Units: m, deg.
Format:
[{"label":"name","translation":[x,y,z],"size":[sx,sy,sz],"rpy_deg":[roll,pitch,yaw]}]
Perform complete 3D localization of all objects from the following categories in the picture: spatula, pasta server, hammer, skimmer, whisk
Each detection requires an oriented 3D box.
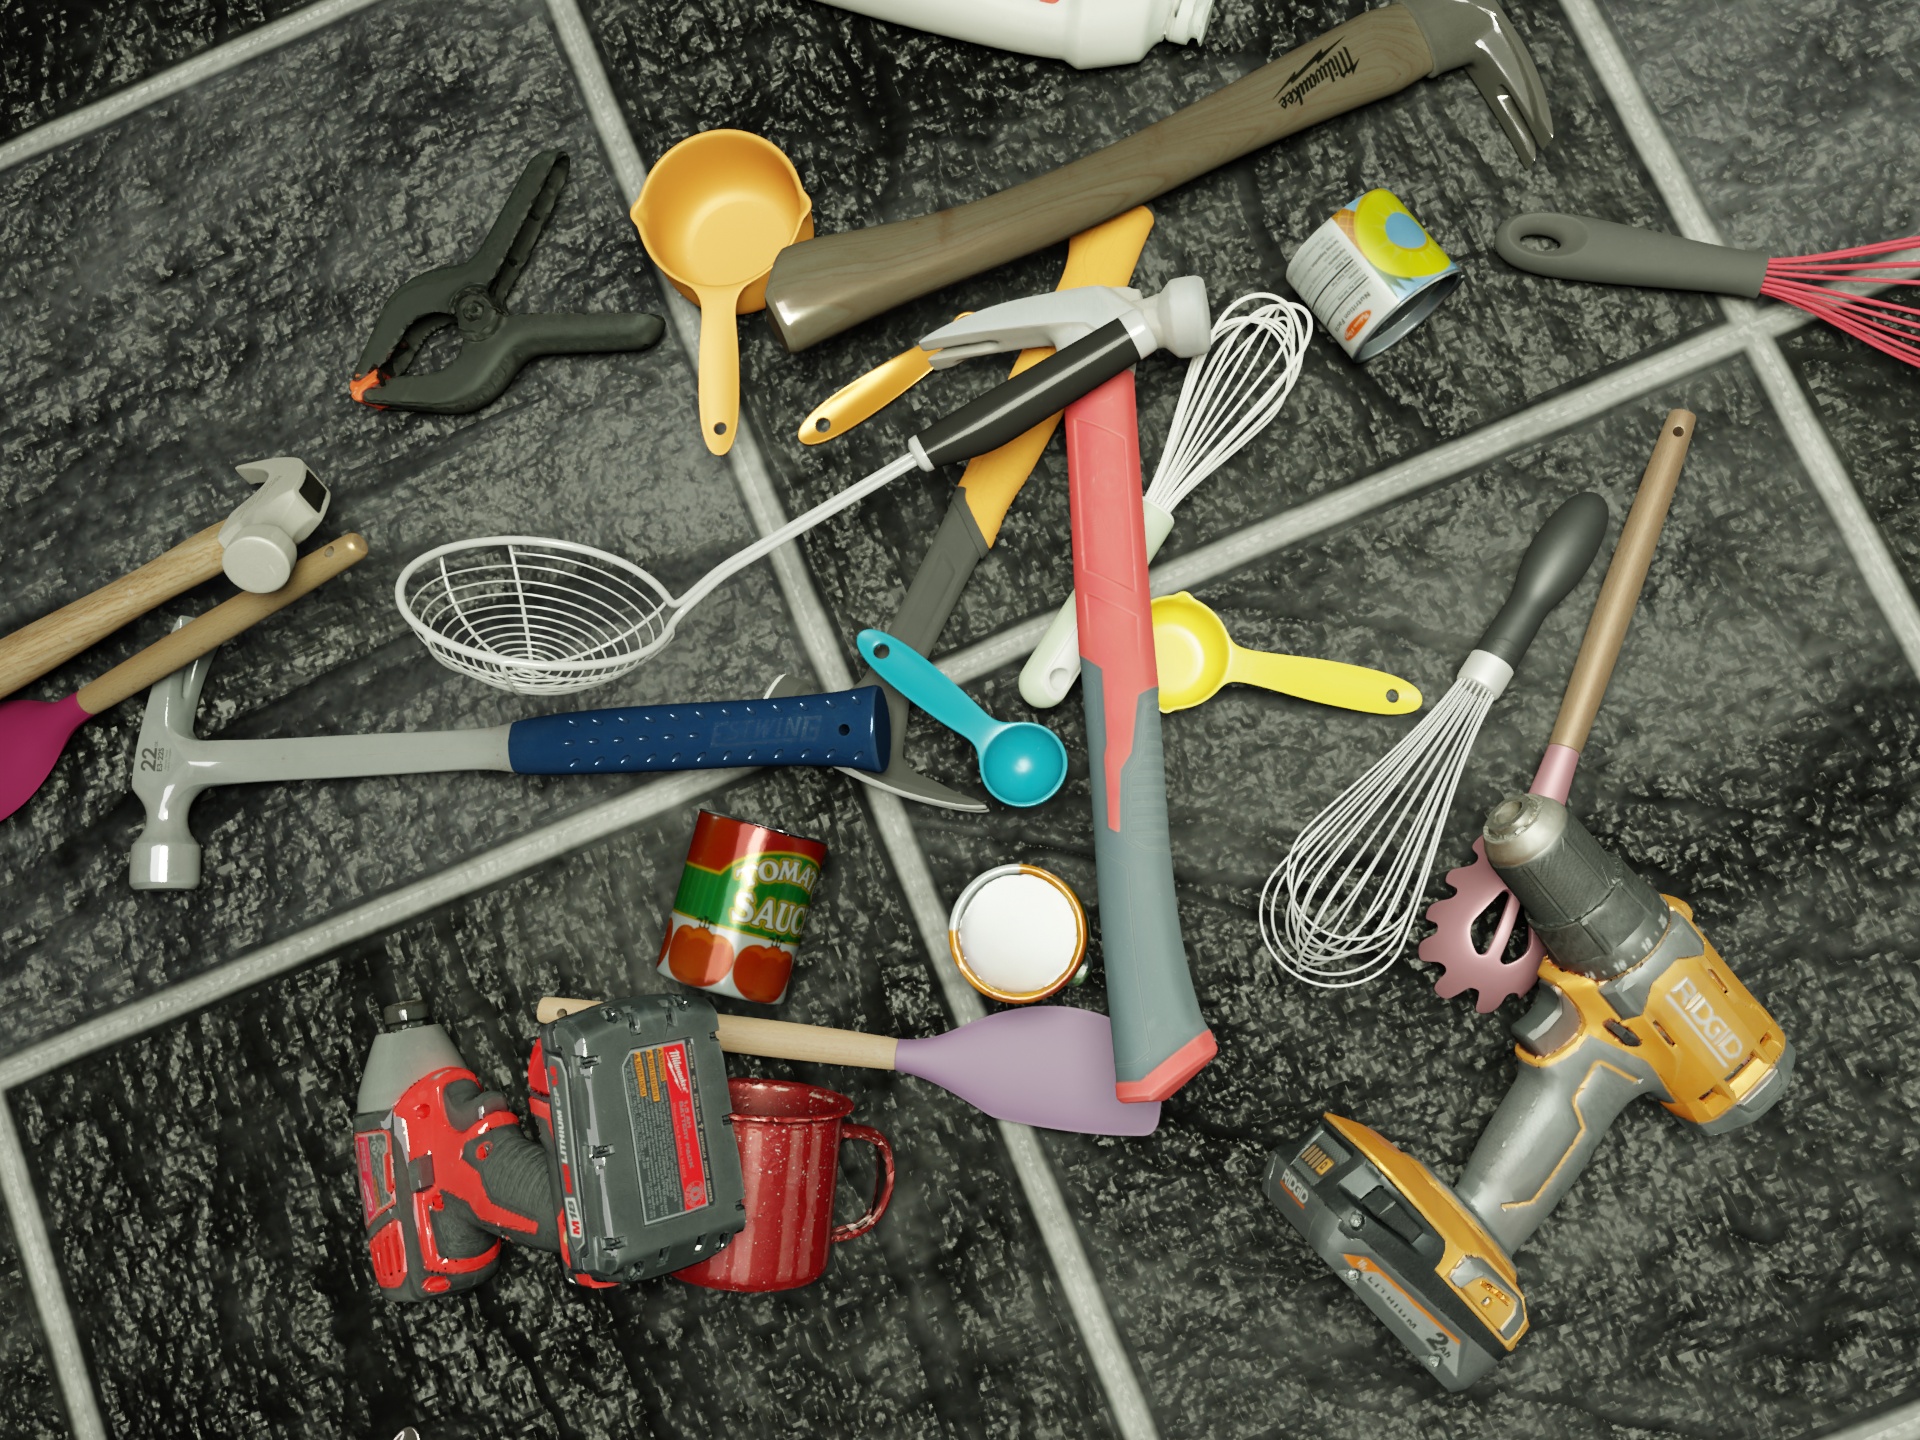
[{"label":"spatula","translation":[-0.057,0.161,0.794],"size":[0.316,0.018,0.060],"rpy_deg":[5,82,5]},{"label":"pasta server","translation":[0.302,-0.009,0.780],"size":[0.060,0.040,0.316],"rpy_deg":[22,81,8]},{"label":"hammer","translation":[0.024,-0.120,0.818],"size":[0.127,0.034,0.337],"rpy_deg":[25,85,9]},{"label":"hammer","translation":[0.059,-0.020,0.741],"size":[0.143,0.038,0.386],"rpy_deg":[-6,75,14]},{"label":"hammer","translation":[-0.471,-0.046,0.833],"size":[0.331,0.130,0.031],"rpy_deg":[-26,123,11]},{"label":"skimmer","translation":[-0.084,-0.117,0.741],"size":[0.363,0.127,0.090],"rpy_deg":[-29,124,6]},{"label":"whisk","translation":[0.101,-0.110,0.792],"size":[0.059,0.057,0.246],"rpy_deg":[23,78,53]},{"label":"whisk","translation":[0.415,-0.217,0.784],"size":[0.296,0.073,0.073],"rpy_deg":[13,83,14]},{"label":"hammer","translation":[-0.236,0.008,0.807],"size":[0.405,0.035,0.144],"rpy_deg":[-3,81,11]},{"label":"whisk","translation":[0.239,0.005,0.771],"size":[0.070,0.070,0.284],"rpy_deg":[33,82,9]},{"label":"hammer","translation":[0.097,-0.272,0.800],"size":[0.410,0.038,0.146],"rpy_deg":[-26,81,-8]}]

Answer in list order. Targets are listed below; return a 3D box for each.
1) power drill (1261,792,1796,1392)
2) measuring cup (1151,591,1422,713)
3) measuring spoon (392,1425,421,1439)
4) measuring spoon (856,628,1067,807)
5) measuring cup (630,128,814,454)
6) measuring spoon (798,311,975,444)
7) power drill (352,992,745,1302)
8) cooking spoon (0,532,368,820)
[{"label":"power drill","translation":[0.241,0.160,0.710],"size":[0.226,0.084,0.185],"rpy_deg":[-43,104,-3]},{"label":"measuring cup","translation":[0.153,-0.023,0.801],"size":[0.156,0.029,0.062],"rpy_deg":[11,82,-4]},{"label":"measuring spoon","translation":[-0.287,0.413,0.786],"size":[0.034,0.018,0.124],"rpy_deg":[11,76,9]},{"label":"measuring spoon","translation":[-0.001,-0.002,0.779],"size":[0.129,0.021,0.042],"rpy_deg":[39,80,17]},{"label":"measuring cup","translation":[-0.121,-0.219,0.839],"size":[0.095,0.052,0.174],"rpy_deg":[-1,84,6]},{"label":"measuring spoon","translation":[-0.036,-0.180,0.847],"size":[0.117,0.011,0.021],"rpy_deg":[-32,82,4]},{"label":"power drill","translation":[-0.205,0.191,0.735],"size":[0.219,0.078,0.143],"rpy_deg":[-17,79,38]},{"label":"cooking spoon","translation":[-0.435,-0.021,0.826],"size":[0.319,0.017,0.069],"rpy_deg":[-26,71,15]}]
